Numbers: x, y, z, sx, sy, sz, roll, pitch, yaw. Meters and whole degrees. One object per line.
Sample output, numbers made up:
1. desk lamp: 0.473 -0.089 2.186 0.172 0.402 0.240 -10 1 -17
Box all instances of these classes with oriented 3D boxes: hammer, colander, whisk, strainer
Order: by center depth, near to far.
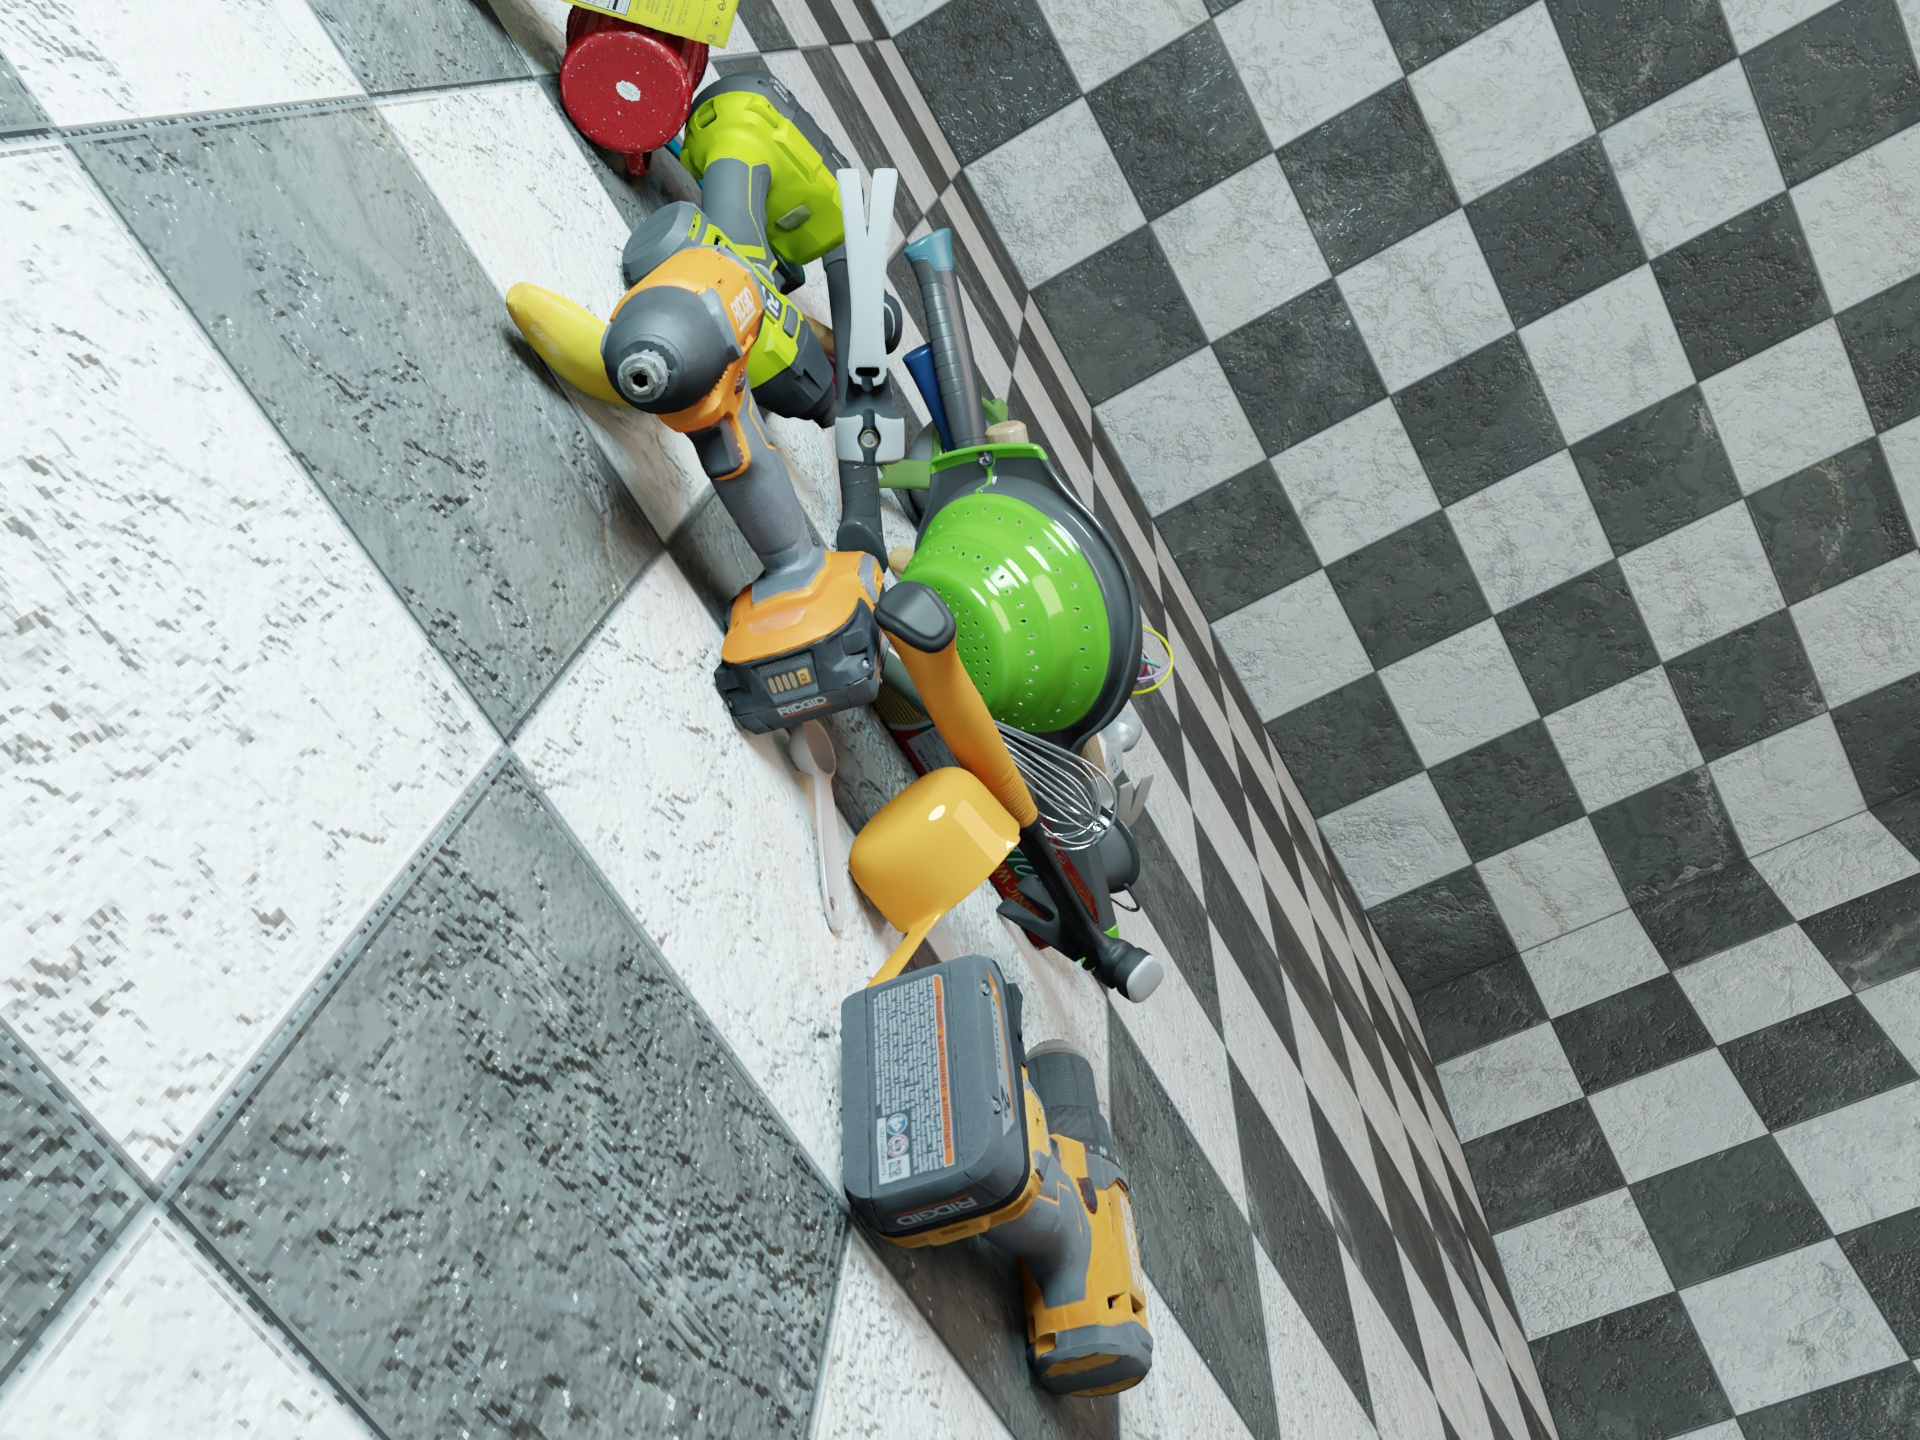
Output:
1. hammer: 0.023 0.042 0.912 0.127 0.034 0.336 30 -22 41
2. whisk: -0.002 -0.003 0.987 0.246 0.059 0.058 39 4 -11
3. hammer: -0.053 -0.253 0.995 0.409 0.036 0.149 -96 -174 -75
4. colander: 0.036 0.012 1.107 0.094 0.204 0.397 -29 111 -42
5. whisk: 0.044 -0.076 1.147 0.245 0.047 0.051 25 17 29
6. hammer: -0.079 -0.246 1.186 0.146 0.035 0.335 50 28 -53
7. hammer: 0.074 -0.063 1.203 0.130 0.031 0.331 19 -51 59
8. strainer: 0.063 0.040 1.205 0.050 0.087 0.258 -29 93 -45
9. hammer: 0.008 -0.218 1.244 0.128 0.033 0.331 -15 95 -39
10. hammer: 0.048 -0.120 1.327 0.405 0.035 0.144 65 34 -19
11. strainer: -0.030 -0.197 1.333 0.256 0.069 0.151 -11 88 -57

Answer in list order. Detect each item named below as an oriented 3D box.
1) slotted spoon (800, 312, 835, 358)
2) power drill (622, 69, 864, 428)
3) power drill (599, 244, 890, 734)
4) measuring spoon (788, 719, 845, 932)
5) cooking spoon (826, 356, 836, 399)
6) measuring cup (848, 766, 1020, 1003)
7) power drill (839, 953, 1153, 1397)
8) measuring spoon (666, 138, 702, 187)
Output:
1. slotted spoon: -0.119 -0.303 1.222 0.070 0.031 0.313 65 16 9
2. power drill: -0.130 -0.307 1.047 0.171 0.080 0.223 42 37 -37
3. power drill: -0.109 -0.112 0.790 0.164 0.084 0.226 -82 155 -64
4. measuring spoon: -0.076 0.055 0.828 0.034 0.018 0.124 43 32 -53
5. cooking spoon: -0.116 -0.248 1.182 0.069 0.017 0.319 50 15 -1
6. measuring cup: -0.034 0.085 0.817 0.052 0.095 0.174 51 37 -9
7. power drill: 0.025 0.201 0.773 0.186 0.084 0.226 -95 158 -44
8. measuring spoon: -0.205 -0.432 1.182 0.128 0.021 0.042 36 31 -63
